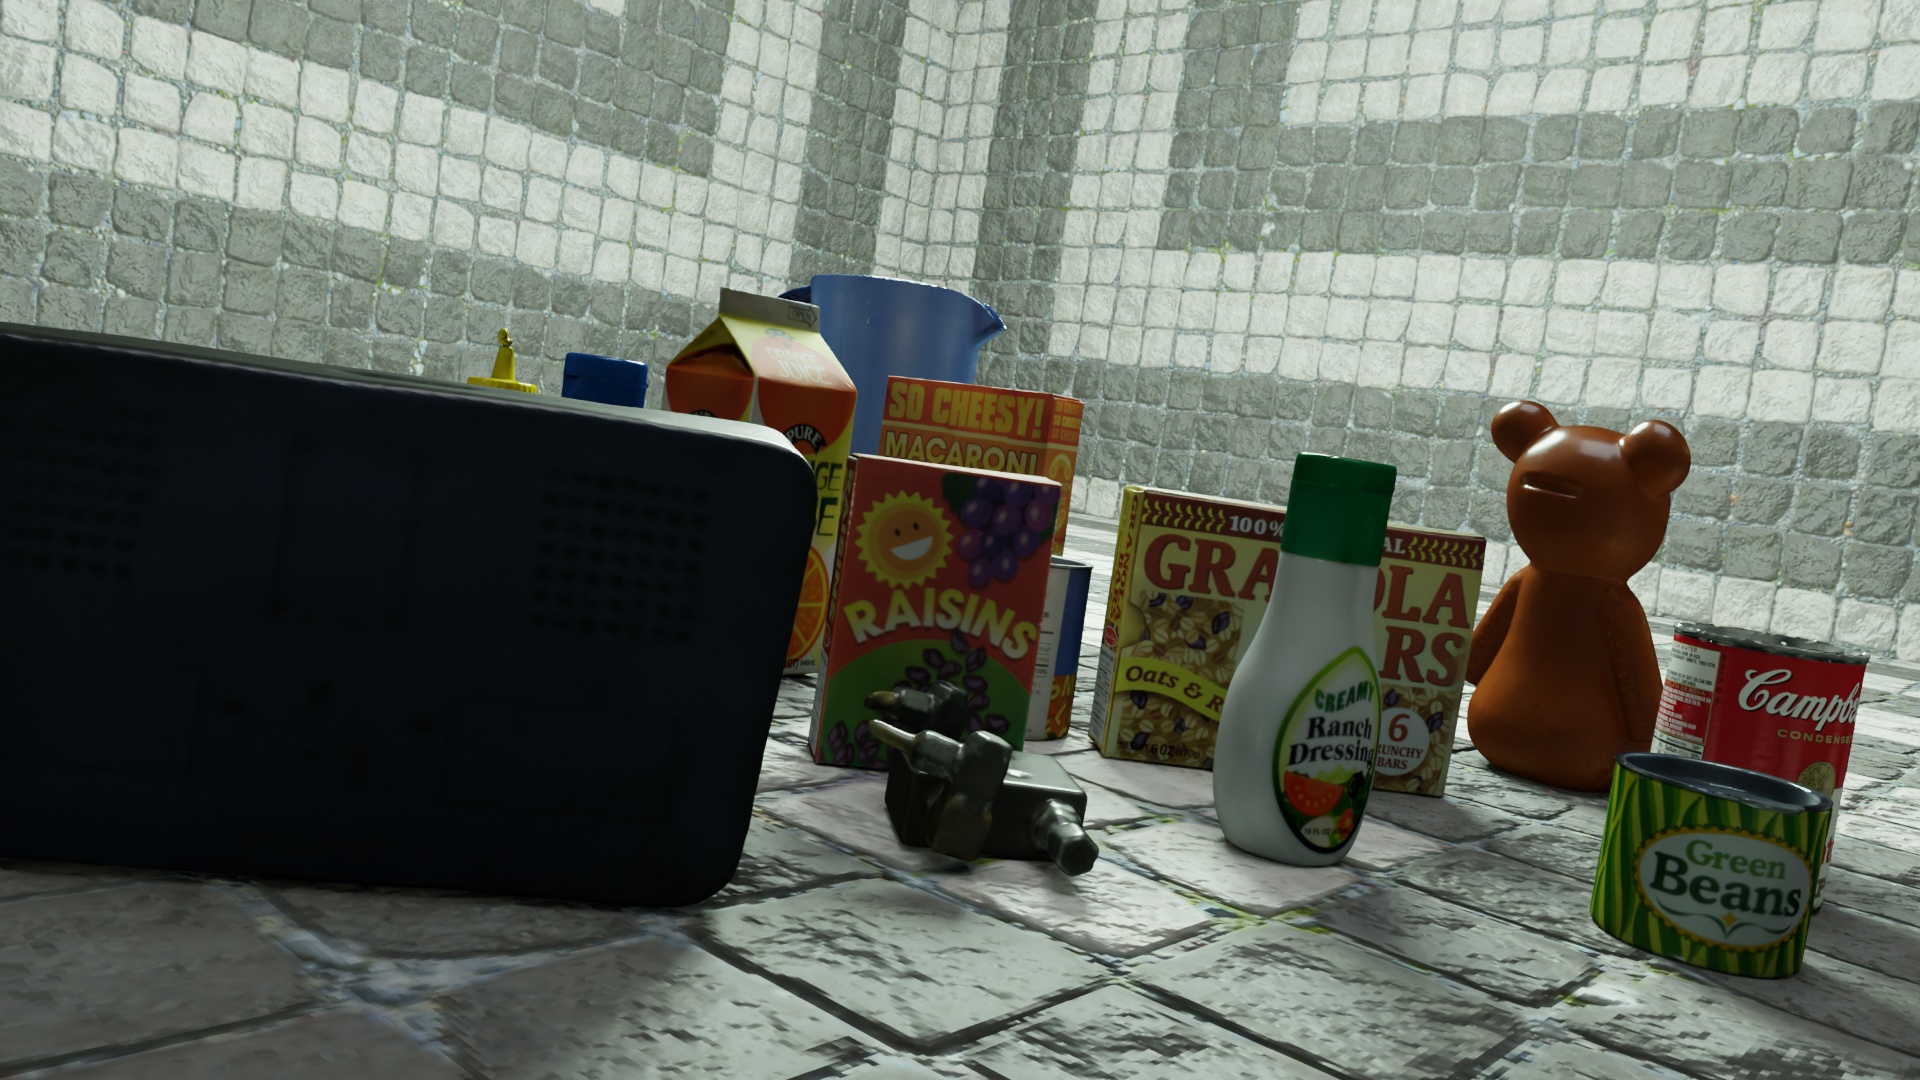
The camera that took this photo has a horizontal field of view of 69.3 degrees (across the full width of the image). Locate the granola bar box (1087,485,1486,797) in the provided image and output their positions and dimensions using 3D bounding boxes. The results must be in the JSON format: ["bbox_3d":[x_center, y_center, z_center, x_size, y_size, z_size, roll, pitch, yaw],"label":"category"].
[{"bbox_3d":[0.152,0.047,0.649,0.166,0.124,0.039,8,4,-6],"label":"granola bar box"}]

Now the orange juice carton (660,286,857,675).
[{"bbox_3d":[-0.109,-0.030,0.713,0.073,0.192,0.072,11,5,39],"label":"orange juice carton"}]

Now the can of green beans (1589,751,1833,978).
[{"bbox_3d":[0.253,0.108,0.472,0.071,0.057,0.071,8,4,0],"label":"can of green beans"}]

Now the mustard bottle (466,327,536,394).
[{"bbox_3d":[-0.275,-0.045,0.821,0.065,0.160,0.049,7,4,-20],"label":"mustard bottle"}]

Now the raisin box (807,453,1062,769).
[{"bbox_3d":[-0.011,0.031,0.565,0.086,0.123,0.040,7,4,-9],"label":"raisin box"}]

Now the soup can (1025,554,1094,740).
[{"bbox_3d":[0.026,0.048,0.671,0.071,0.083,0.071,8,4,0],"label":"soup can"}]

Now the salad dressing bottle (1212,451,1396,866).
[{"bbox_3d":[0.130,0.042,0.512,0.064,0.147,0.044,6,4,-30],"label":"salad dressing bottle"}]

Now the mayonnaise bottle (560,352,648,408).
[{"bbox_3d":[-0.168,-0.009,0.623,0.041,0.148,0.065,4,5,-45],"label":"mayonnaise bottle"}]

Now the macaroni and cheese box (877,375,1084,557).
[{"bbox_3d":[0.003,-0.011,0.843,0.124,0.166,0.040,11,4,34],"label":"macaroni and cheese box"}]

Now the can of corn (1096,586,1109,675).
[{"bbox_3d":[0.119,0.061,0.832,0.071,0.058,0.071,8,4,0],"label":"can of corn"}]
